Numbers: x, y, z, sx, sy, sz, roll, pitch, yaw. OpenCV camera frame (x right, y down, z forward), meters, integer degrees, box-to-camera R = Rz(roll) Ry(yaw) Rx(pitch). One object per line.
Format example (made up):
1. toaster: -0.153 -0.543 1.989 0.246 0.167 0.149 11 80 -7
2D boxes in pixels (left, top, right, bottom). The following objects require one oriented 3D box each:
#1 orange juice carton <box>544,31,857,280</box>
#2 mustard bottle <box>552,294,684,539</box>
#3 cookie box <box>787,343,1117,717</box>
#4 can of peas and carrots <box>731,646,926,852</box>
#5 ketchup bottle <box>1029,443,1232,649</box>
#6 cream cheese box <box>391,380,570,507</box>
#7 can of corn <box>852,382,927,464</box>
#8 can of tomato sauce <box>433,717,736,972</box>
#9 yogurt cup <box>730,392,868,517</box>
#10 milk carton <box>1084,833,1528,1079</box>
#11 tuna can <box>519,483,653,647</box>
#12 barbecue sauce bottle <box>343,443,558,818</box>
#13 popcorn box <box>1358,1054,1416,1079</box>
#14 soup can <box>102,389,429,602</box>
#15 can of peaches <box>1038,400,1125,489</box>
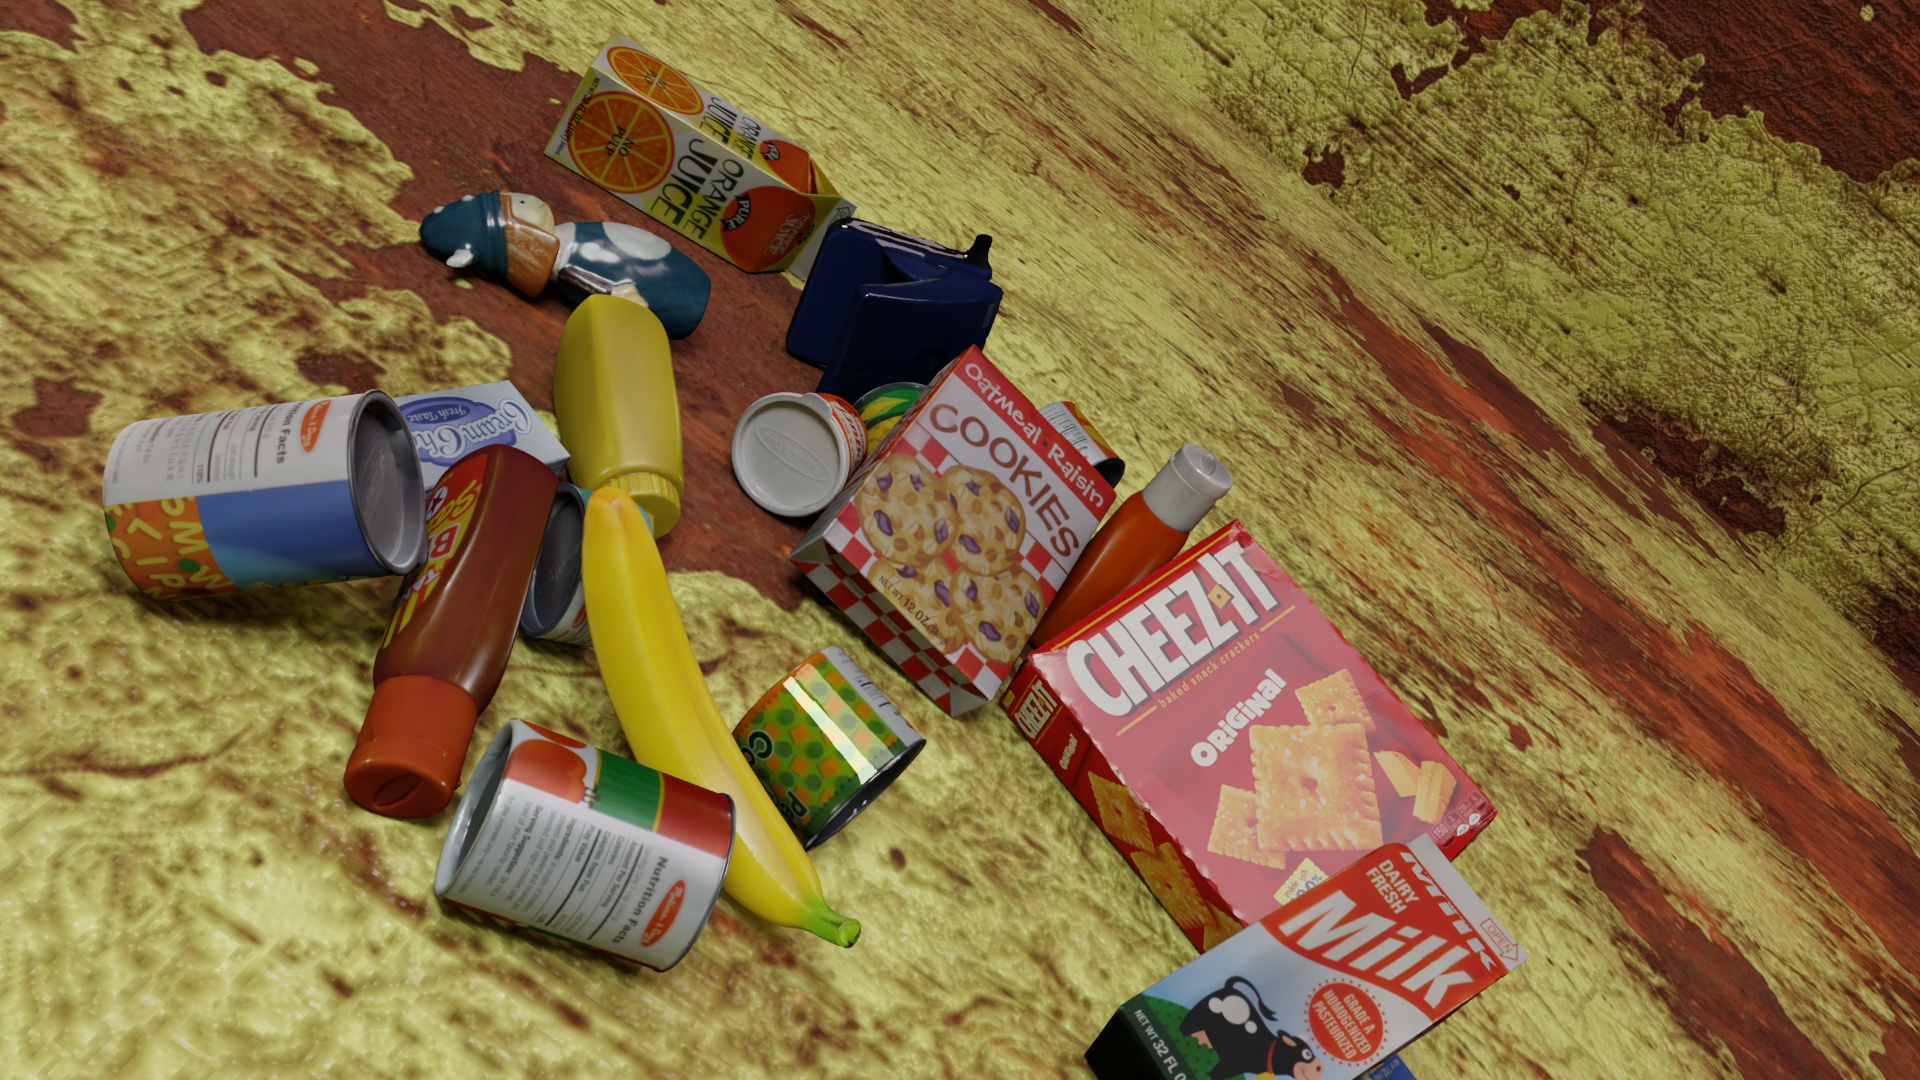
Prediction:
1. orange juice carton: -0.169 -0.248 0.932 0.192 0.071 0.073 28 31 -20
2. mustard bottle: -0.163 -0.047 0.673 0.049 0.065 0.161 10 46 -35
3. cookie box: 0.003 -0.009 0.749 0.123 0.040 0.168 45 51 -13
4. can of peas and carrots: -0.060 0.090 0.600 0.059 0.070 0.071 46 29 11
5. ketchup bottle: 0.097 0.007 0.811 0.043 0.148 0.065 38 28 -2
6. cream cheese box: -0.230 -0.040 0.620 0.053 0.024 0.104 48 30 11
7. can of corn: -0.035 -0.049 0.822 0.071 0.071 0.058 21 35 -31
8. can of tomato sauce: -0.132 0.107 0.490 0.083 0.071 0.071 26 32 -23
9. yogurt cup: -0.085 -0.051 0.767 0.072 0.072 0.054 42 21 3
10. milk carton: 0.156 0.197 0.603 0.191 0.073 0.072 -23 62 -23
11. tuna can: -0.160 0.009 0.589 0.033 0.070 0.071 17 36 -39
12. barbecue sauce bottle: -0.193 0.033 0.527 0.043 0.064 0.149 34 37 -31
13. popcorn box: 0.188 0.296 0.630 0.127 0.038 0.085 -2 49 -51
14. soup can: -0.242 -0.013 0.493 0.084 0.071 0.072 -7 40 -1
15. can of peaches: 0.069 -0.052 0.948 0.071 0.071 0.058 -4 51 -52
